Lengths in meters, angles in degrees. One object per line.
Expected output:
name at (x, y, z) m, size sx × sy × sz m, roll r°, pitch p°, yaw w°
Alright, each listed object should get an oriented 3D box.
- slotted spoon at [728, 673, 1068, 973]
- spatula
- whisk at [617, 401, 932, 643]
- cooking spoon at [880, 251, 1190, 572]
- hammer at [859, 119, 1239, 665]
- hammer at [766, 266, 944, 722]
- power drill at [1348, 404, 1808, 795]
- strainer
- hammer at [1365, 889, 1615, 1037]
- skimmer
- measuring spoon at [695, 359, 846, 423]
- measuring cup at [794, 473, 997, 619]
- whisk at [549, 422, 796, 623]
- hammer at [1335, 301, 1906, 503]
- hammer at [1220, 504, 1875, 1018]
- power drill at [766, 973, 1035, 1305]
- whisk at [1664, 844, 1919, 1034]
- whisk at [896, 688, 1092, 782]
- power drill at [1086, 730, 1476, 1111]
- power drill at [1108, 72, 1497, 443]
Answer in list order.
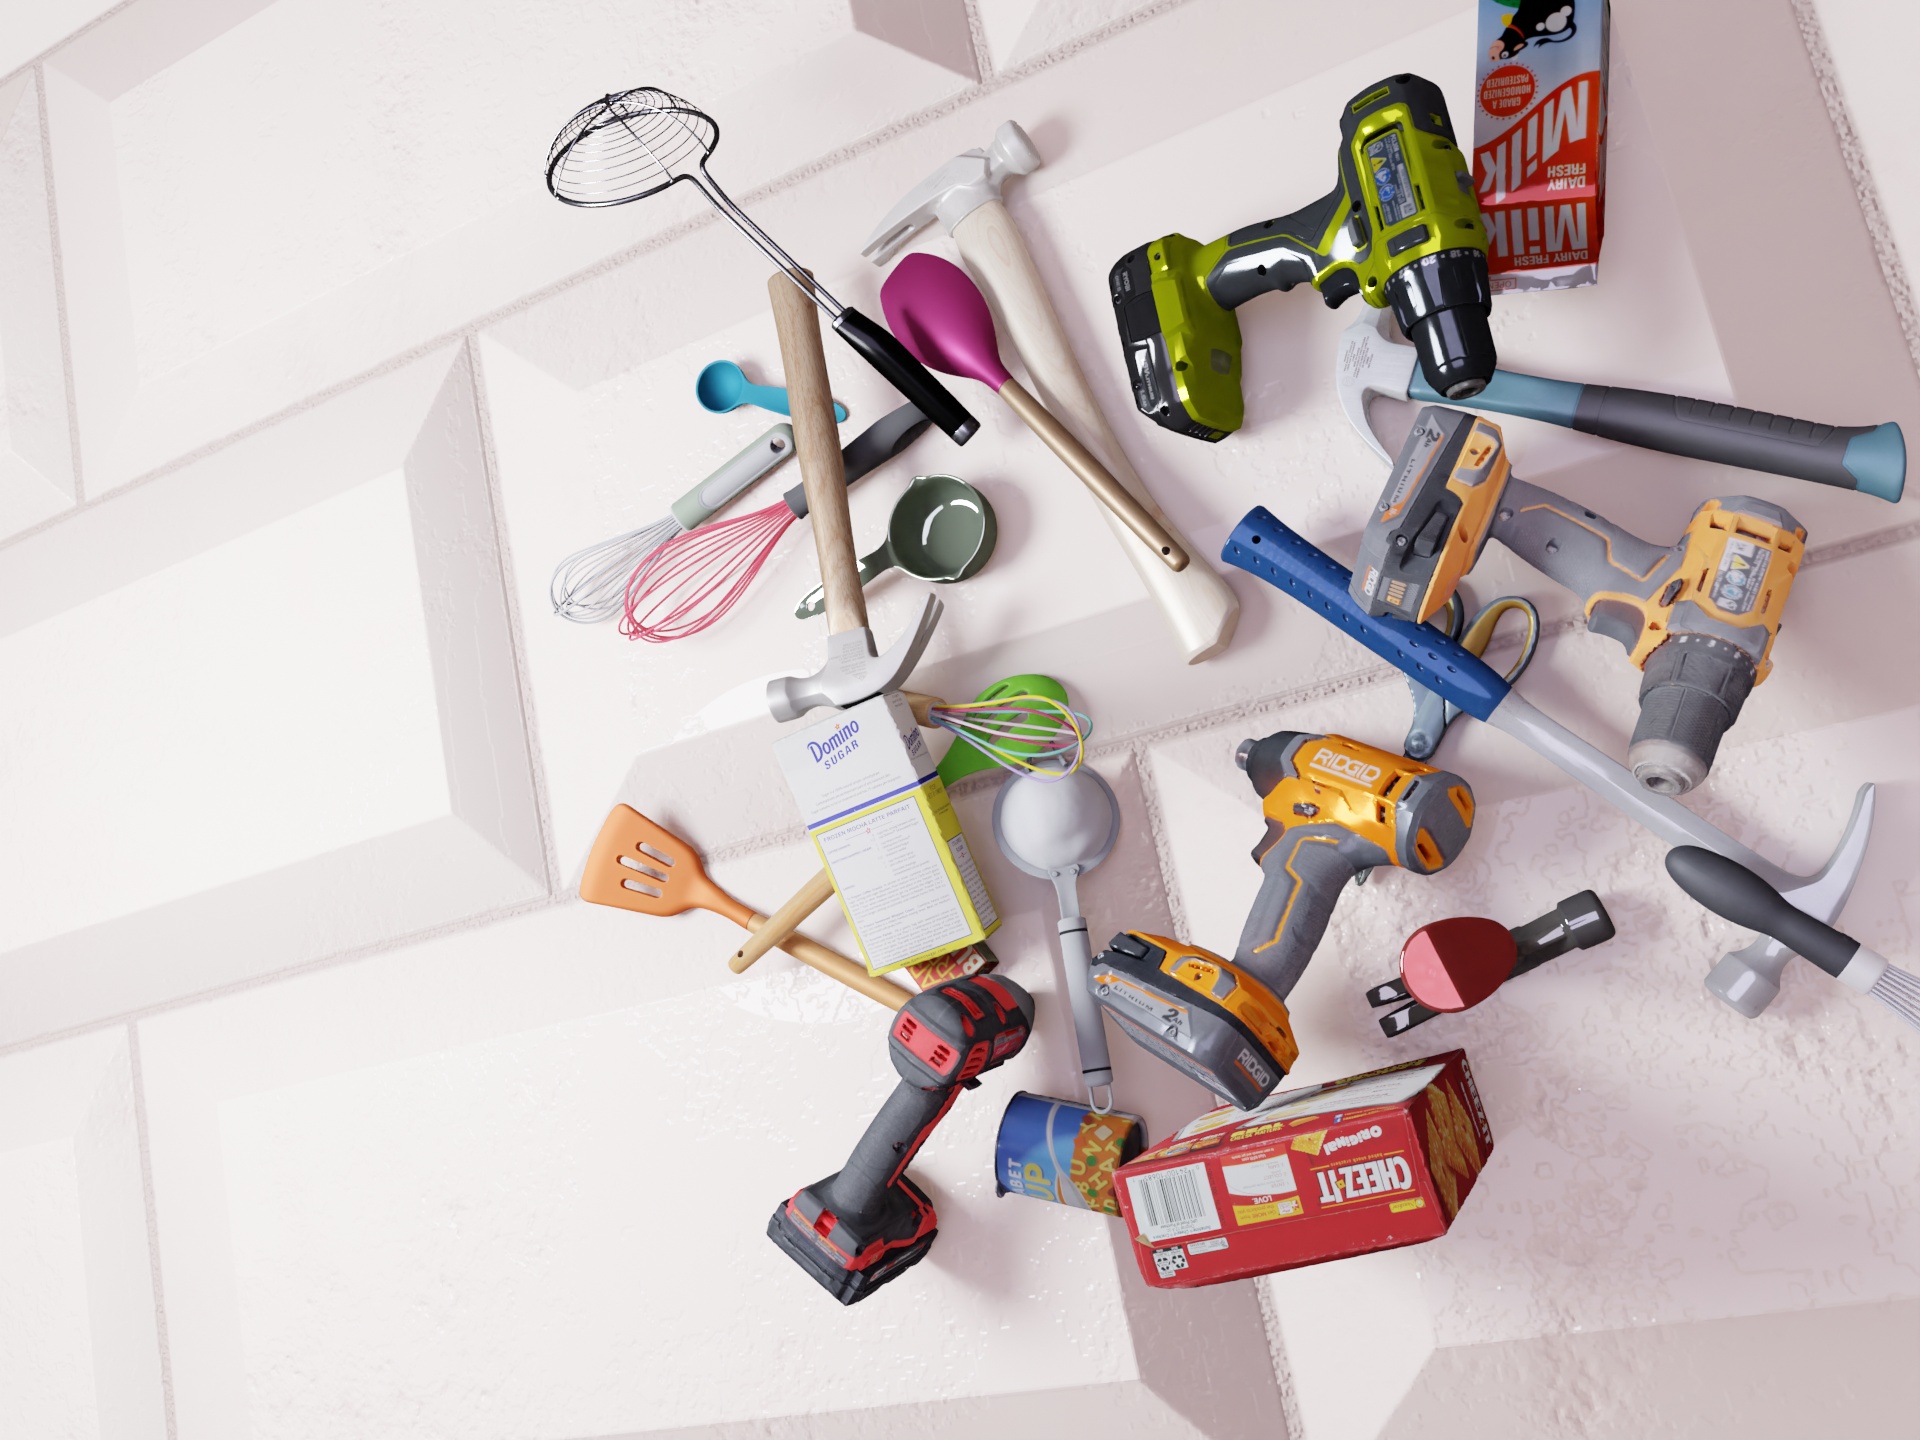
slotted spoon at (-0.051, 0.076, 1.116) m, size 0.313 × 0.031 × 0.070 m, roll -43°, pitch 49°, yaw 11°
spatula at (-0.137, 0.158, 1.160) m, size 0.323 × 0.041 × 0.081 m, roll 23°, pitch 91°, yaw 24°
whisk at (-0.140, -0.148, 1.184) m, size 0.296 × 0.073 × 0.073 m, roll -34°, pitch 72°, yaw 13°
cooking spoon at (0.048, -0.212, 1.085) m, size 0.068 × 0.017 × 0.319 m, roll -49°, pitch 67°, yaw 19°
hammer at (0.069, -0.216, 1.104) m, size 0.146 × 0.038 × 0.411 m, roll -32°, pitch 73°, yaw 20°
hammer at (-0.094, -0.170, 1.129) m, size 0.130 × 0.031 × 0.331 m, roll -13°, pitch 76°, yaw 14°
power drill at (0.338, -0.068, 0.893) m, size 0.226 × 0.084 × 0.185 m, roll 23°, pitch 65°, yaw 15°
strainer at (0.074, 0.127, 1.046) m, size 0.087 × 0.050 × 0.259 m, roll -9°, pitch 74°, yaw -1°
hammer at (0.252, 0.126, 0.802) m, size 0.149 × 0.359 × 0.037 m, roll -29°, pitch 73°, yaw 17°
skimmer at (-0.135, -0.313, 1.129) m, size 0.363 × 0.090 × 0.127 m, roll 42°, pitch 63°, yaw -4°
measuring spoon at (-0.143, -0.245, 1.221) m, size 0.129 × 0.021 × 0.042 m, roll 16°, pitch 91°, yaw 17°
measuring cup at (-0.047, -0.114, 1.148) m, size 0.167 × 0.038 × 0.083 m, roll -29°, pitch 73°, yaw 22°
whisk at (-0.222, -0.152, 1.230) m, size 0.246 × 0.059 × 0.057 m, roll -34°, pitch 110°, yaw 14°
hammer at (0.385, -0.187, 0.953) m, size 0.331 × 0.033 × 0.128 m, roll 18°, pitch 92°, yaw 26°
hammer at (0.333, -0.007, 0.943) m, size 0.406 × 0.035 × 0.144 m, roll 38°, pitch 101°, yaw 19°
power drill at (-0.027, 0.264, 1.049) m, size 0.079 × 0.143 × 0.219 m, roll 35°, pitch 106°, yaw 23°
whisk at (0.499, 0.148, 0.824) m, size 0.285 × 0.070 × 0.070 m, roll 35°, pitch 100°, yaw 25°
whisk at (-0.002, -0.006, 1.073) m, size 0.245 × 0.047 × 0.051 m, roll 13°, pitch 57°, yaw 49°
power drill at (0.180, 0.102, 0.955) m, size 0.226 × 0.084 × 0.164 m, roll -50°, pitch 37°, yaw -12°
power drill at (0.215, -0.259, 0.983) m, size 0.228 × 0.080 × 0.191 m, roll -19°, pitch 76°, yaw 39°
